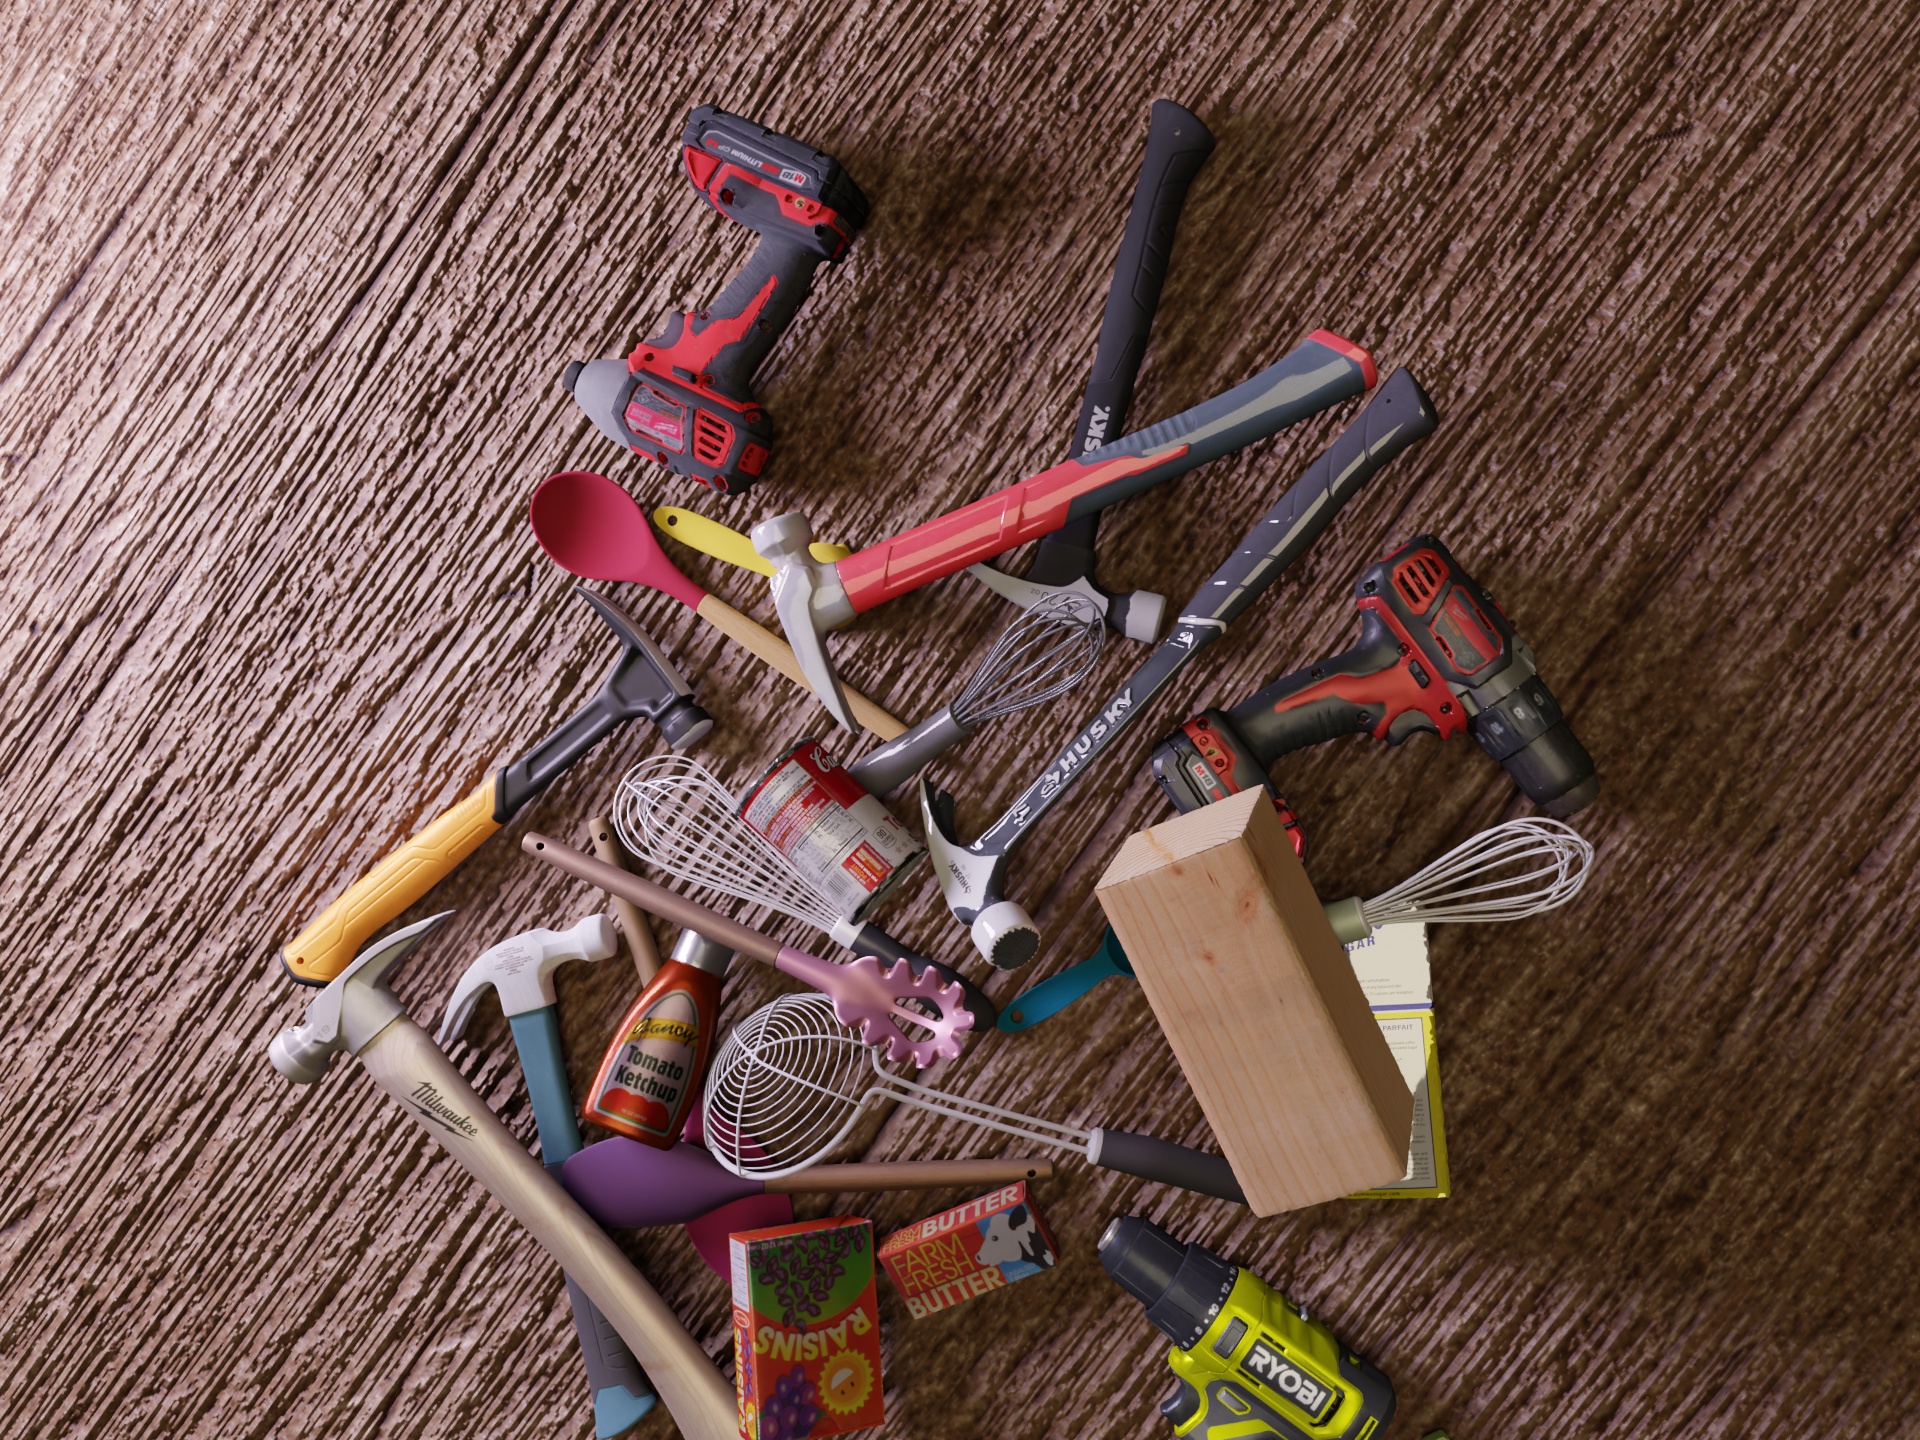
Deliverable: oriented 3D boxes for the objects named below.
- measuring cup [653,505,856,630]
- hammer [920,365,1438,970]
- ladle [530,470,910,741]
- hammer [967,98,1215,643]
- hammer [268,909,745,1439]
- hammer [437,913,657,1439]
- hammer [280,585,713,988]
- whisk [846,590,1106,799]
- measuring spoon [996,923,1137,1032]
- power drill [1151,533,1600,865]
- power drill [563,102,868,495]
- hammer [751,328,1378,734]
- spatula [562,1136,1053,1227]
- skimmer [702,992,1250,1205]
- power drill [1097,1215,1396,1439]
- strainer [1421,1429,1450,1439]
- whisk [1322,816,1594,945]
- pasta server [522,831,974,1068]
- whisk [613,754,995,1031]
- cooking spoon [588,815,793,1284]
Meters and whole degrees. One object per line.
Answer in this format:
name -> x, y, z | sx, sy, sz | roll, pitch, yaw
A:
measuring cup -> -0.135, -0.107, 1.039 | 0.156, 0.029, 0.062 | 24, 92, 8
hammer -> 0.126, -0.043, 0.935 | 0.409, 0.036, 0.149 | -48, 40, 9
ladle -> -0.148, -0.064, 1.043 | 0.315, 0.031, 0.069 | 34, 106, 7
hammer -> 0.093, -0.225, 1.004 | 0.146, 0.035, 0.335 | 14, 91, 9
hammer -> -0.249, 0.309, 1.001 | 0.146, 0.038, 0.410 | -42, 89, 8
hammer -> -0.256, 0.302, 1.046 | 0.128, 0.033, 0.331 | -14, 86, 8
hammer -> -0.329, 0.058, 1.065 | 0.337, 0.034, 0.127 | -40, 83, 6
whisk -> -0.002, -0.004, 0.977 | 0.239, 0.055, 0.055 | -35, 83, 29
measuring spoon -> 0.077, 0.162, 1.007 | 0.128, 0.021, 0.042 | -34, 84, 16
power drill -> 0.247, 0.022, 0.952 | 0.226, 0.080, 0.188 | -36, 83, 4
power drill -> -0.161, -0.270, 1.029 | 0.143, 0.078, 0.219 | 25, 95, 10
hammer -> 0.072, -0.125, 0.967 | 0.386, 0.038, 0.143 | -22, 87, 7
spatula -> -0.099, 0.290, 1.013 | 0.316, 0.018, 0.060 | -3, 90, 3
skimmer -> 0.019, 0.260, 0.996 | 0.363, 0.090, 0.127 | 16, 53, -2
power drill -> 0.122, 0.433, 0.959 | 0.190, 0.080, 0.228 | 34, 91, 9
strainer -> 0.374, 0.527, 0.916 | 0.256, 0.069, 0.151 | 14, 91, 11
whisk -> 0.240, 0.111, 0.916 | 0.246, 0.059, 0.057 | -21, 110, 19
pasta server -> -0.137, 0.134, 0.989 | 0.316, 0.040, 0.060 | 23, 76, 11
whisk -> -0.097, 0.114, 1.016 | 0.284, 0.070, 0.070 | 33, 94, 3
cooking spoon -> -0.185, 0.213, 1.044 | 0.069, 0.017, 0.319 | -20, 85, -7
